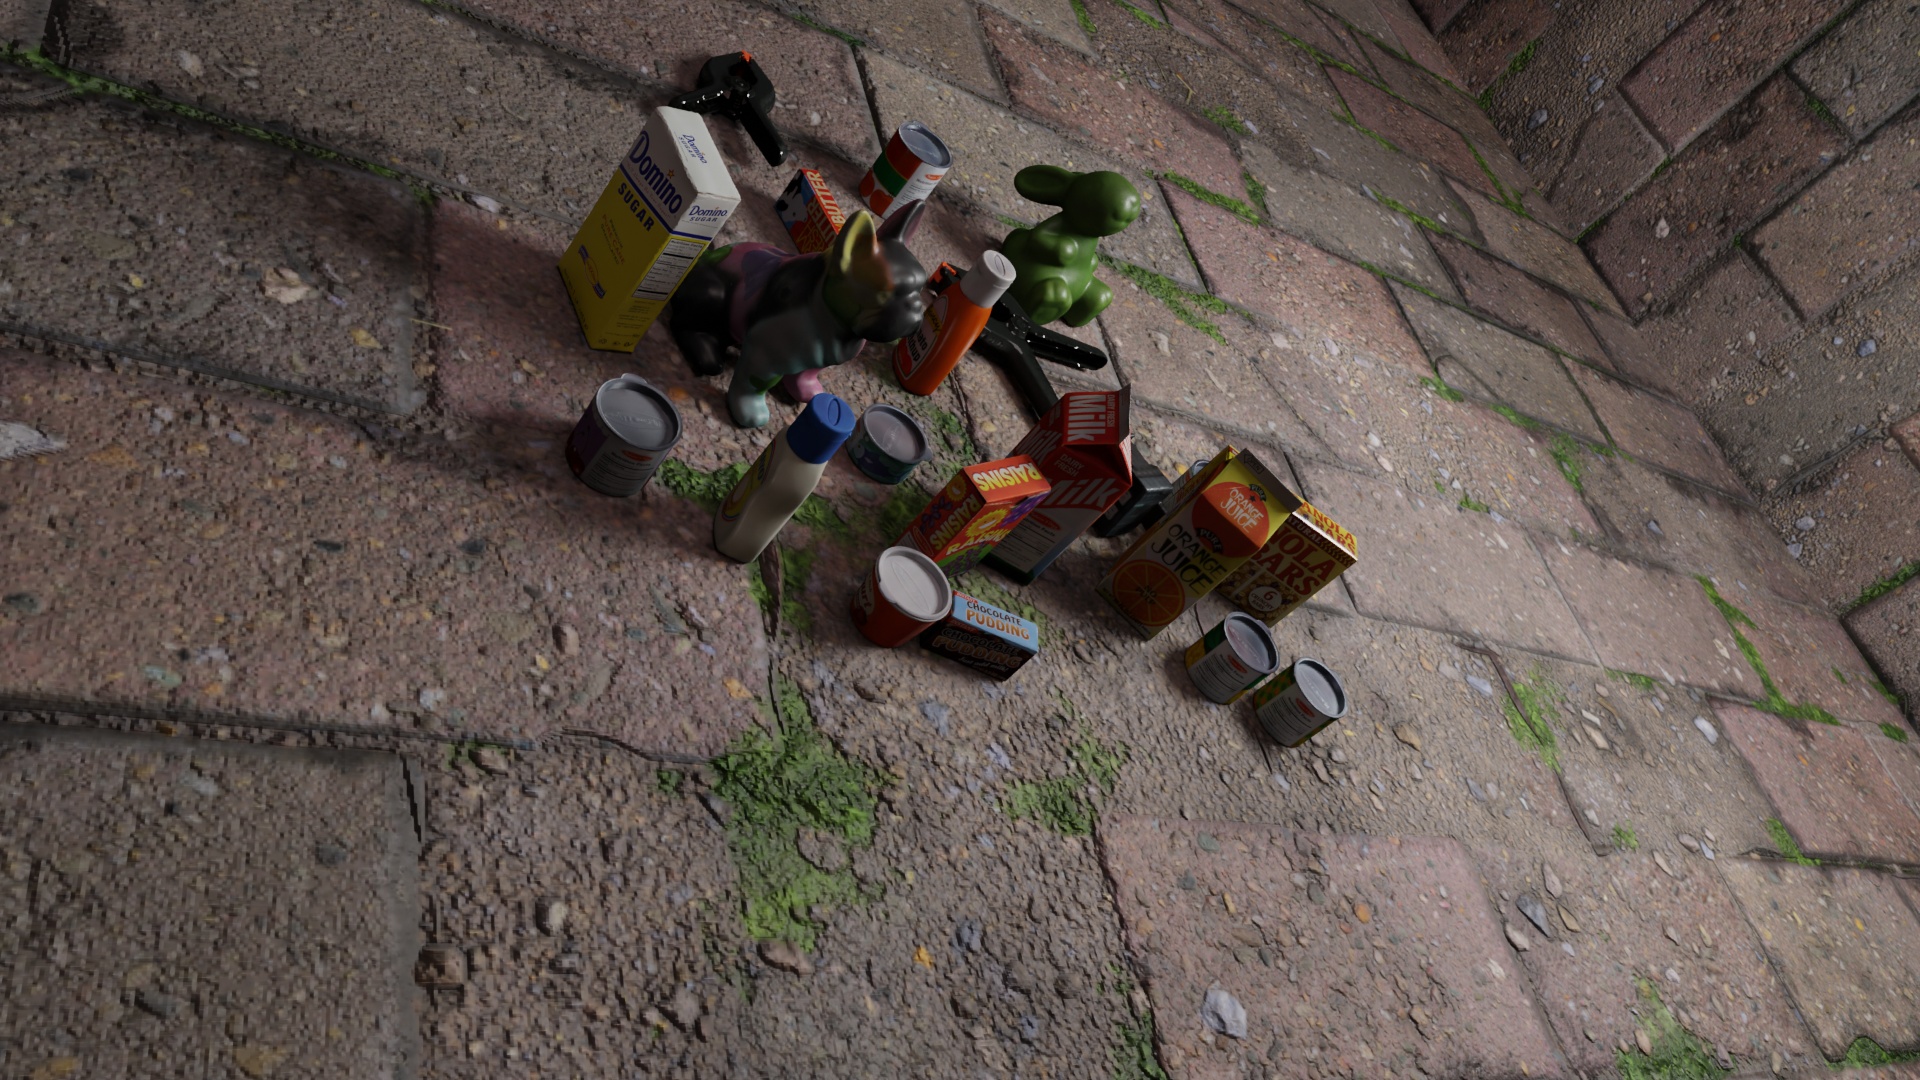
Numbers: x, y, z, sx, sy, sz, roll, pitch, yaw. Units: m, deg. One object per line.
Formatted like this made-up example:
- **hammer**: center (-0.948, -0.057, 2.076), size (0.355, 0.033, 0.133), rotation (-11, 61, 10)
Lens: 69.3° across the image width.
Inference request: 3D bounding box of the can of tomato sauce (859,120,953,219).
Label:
- **can of tomato sauce**: center (-0.058, -0.384, 1.447), size (0.071, 0.082, 0.071), rotation (25, 41, -24)

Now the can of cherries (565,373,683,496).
- **can of cherries**: center (-0.243, -0.076, 1.005), size (0.071, 0.058, 0.072), rotation (25, 41, -24)

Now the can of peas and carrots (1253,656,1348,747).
- **can of peas and carrots**: center (0.319, 0.151, 1.301), size (0.071, 0.058, 0.071), rotation (25, 41, -24)

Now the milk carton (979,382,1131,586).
- **milk carton**: center (0.084, -0.053, 1.172), size (0.073, 0.189, 0.073), rotation (29, 40, -19)

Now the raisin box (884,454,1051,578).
- **raisin box**: center (0.004, -0.014, 1.118), size (0.086, 0.122, 0.040), rotation (-14, 65, -48)

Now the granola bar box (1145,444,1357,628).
- **granola bar box**: center (0.284, -0.002, 1.361), size (0.165, 0.123, 0.039), rotation (34, 38, -12)

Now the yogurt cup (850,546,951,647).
- **yogurt cup**: center (-0.048, 0.046, 1.070), size (0.072, 0.053, 0.073), rotation (25, 41, -23)

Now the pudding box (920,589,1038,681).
- **pudding box**: center (0.015, 0.076, 1.103), size (0.083, 0.049, 0.030), rotation (25, 41, -23)

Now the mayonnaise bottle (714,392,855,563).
- **mayonnaise bottle**: center (-0.129, -0.048, 1.009), size (0.041, 0.147, 0.065), rotation (25, 41, -24)

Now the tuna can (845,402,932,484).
- **tuna can**: center (-0.061, -0.082, 1.197), size (0.071, 0.032, 0.071), rotation (25, 41, -23)

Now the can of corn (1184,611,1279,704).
- **can of corn**: center (0.251, 0.108, 1.280), size (0.071, 0.058, 0.071), rotation (25, 41, -24)

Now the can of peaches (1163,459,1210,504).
- **can of peaches**: center (0.245, -0.038, 1.415), size (0.071, 0.057, 0.071), rotation (25, 41, -24)

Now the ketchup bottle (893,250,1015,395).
- **ketchup bottle**: center (-0.005, -0.200, 1.266), size (0.043, 0.148, 0.065), rotation (15, 46, -33)

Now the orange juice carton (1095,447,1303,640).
- **orange juice carton**: center (0.215, -0.001, 1.241), size (0.072, 0.191, 0.073), rotation (44, 37, 0)

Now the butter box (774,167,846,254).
- **butter box**: center (-0.136, -0.298, 1.320), size (0.024, 0.053, 0.104), rotation (-6, 59, -46)
